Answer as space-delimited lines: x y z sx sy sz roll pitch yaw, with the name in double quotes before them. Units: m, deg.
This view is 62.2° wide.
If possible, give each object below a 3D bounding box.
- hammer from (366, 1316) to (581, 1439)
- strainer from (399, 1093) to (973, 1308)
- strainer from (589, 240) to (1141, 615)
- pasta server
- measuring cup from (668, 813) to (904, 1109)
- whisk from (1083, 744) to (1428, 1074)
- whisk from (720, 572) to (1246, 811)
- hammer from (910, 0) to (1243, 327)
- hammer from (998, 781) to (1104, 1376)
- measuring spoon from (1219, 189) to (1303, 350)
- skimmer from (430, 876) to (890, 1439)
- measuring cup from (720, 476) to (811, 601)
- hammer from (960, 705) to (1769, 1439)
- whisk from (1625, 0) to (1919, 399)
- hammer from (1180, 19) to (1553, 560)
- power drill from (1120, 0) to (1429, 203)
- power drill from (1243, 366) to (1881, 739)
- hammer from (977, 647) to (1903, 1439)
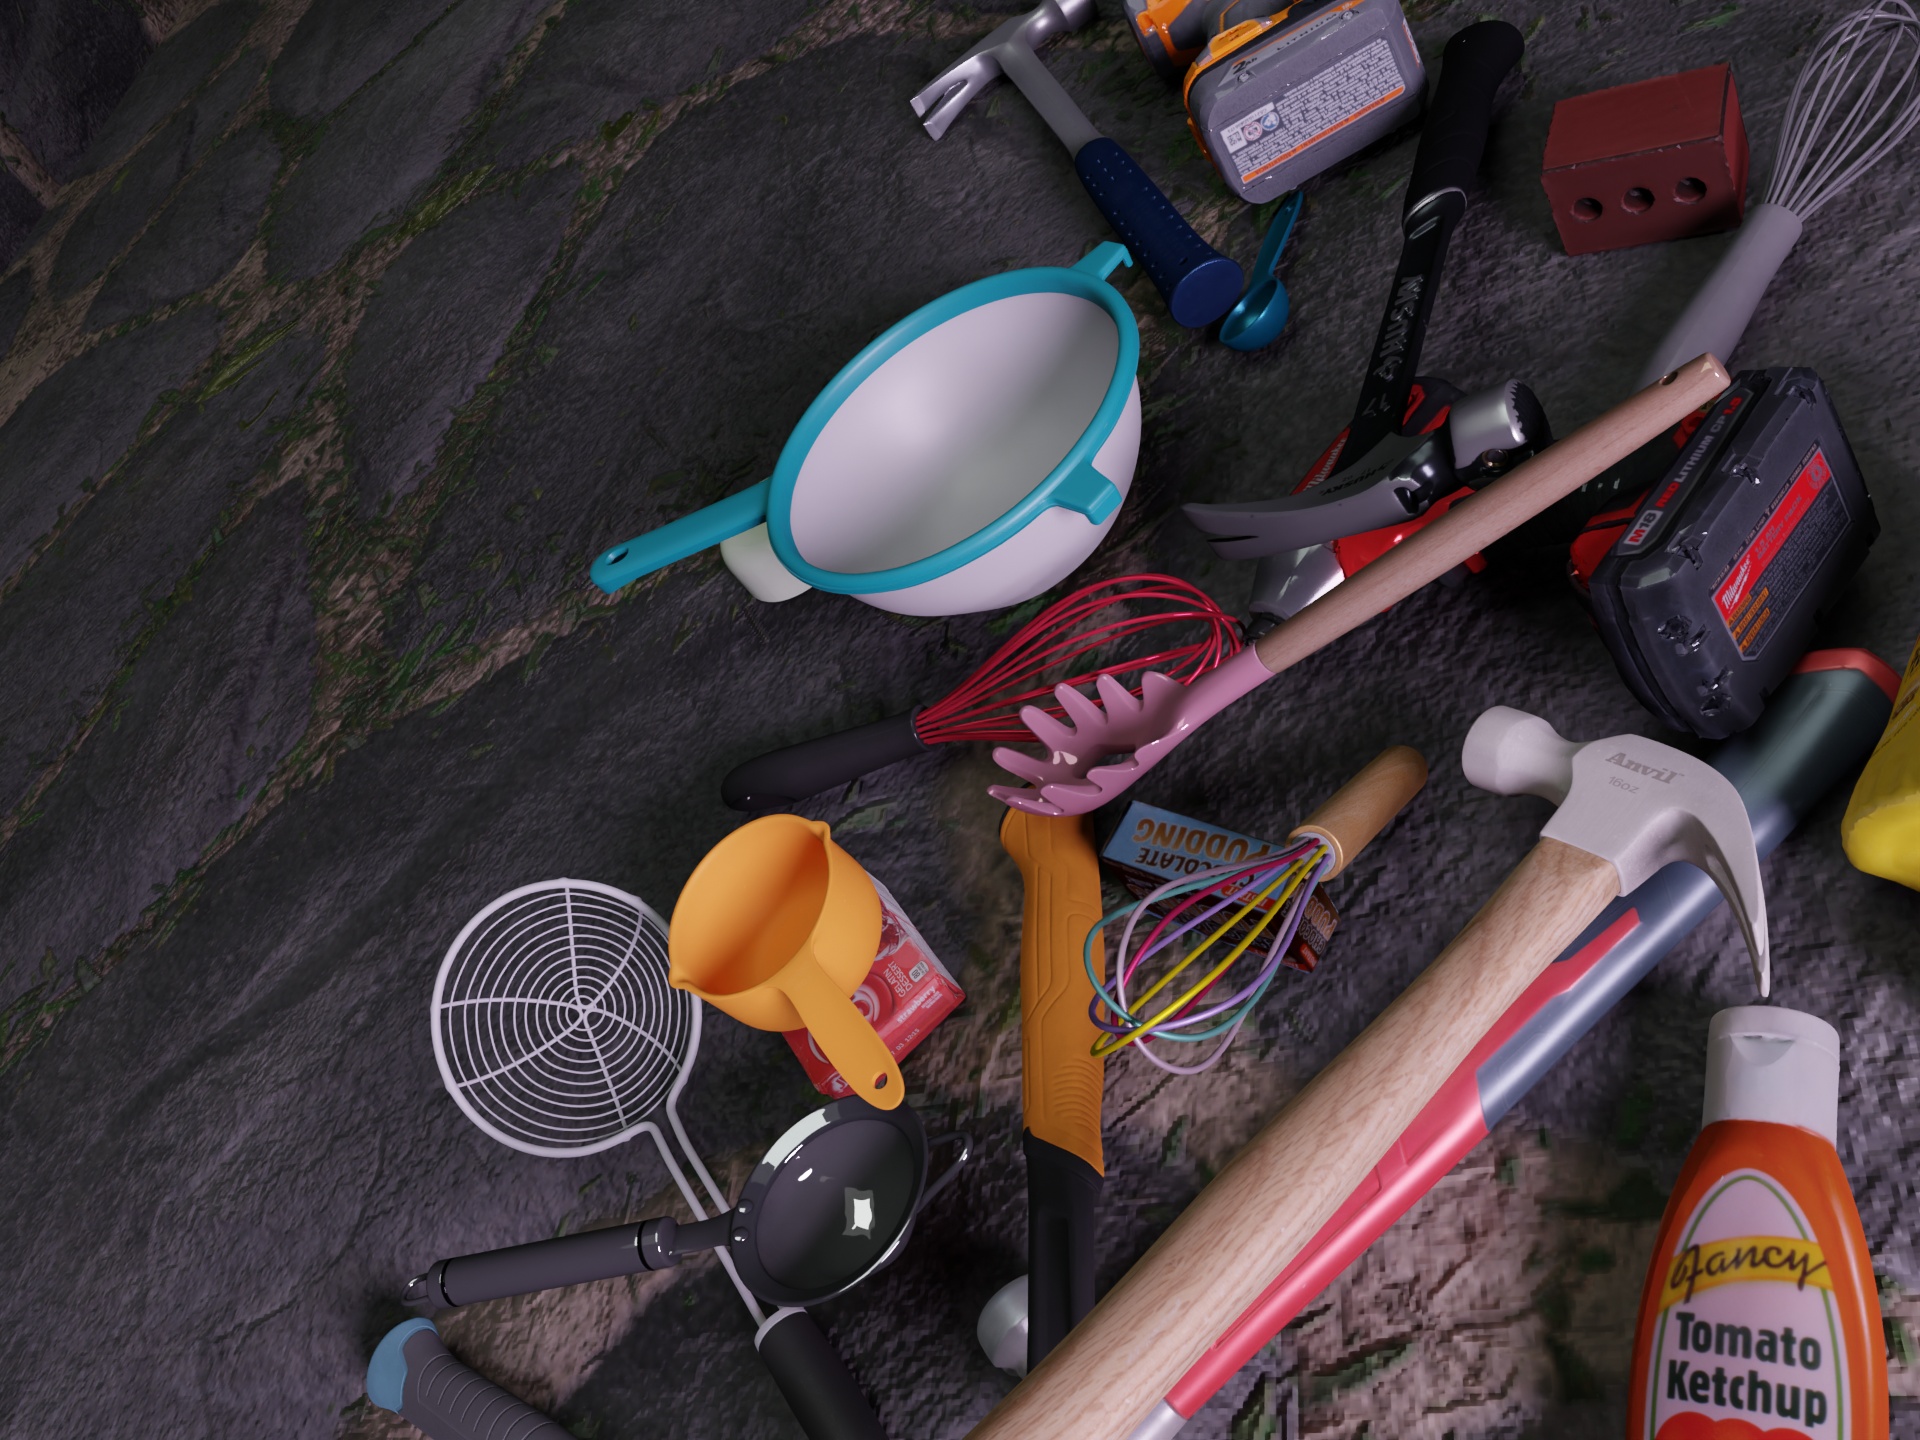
"hammer" -0.140 0.298 0.609 0.331 0.033 0.128 4 86 45
"strainer" -0.106 0.198 0.606 0.258 0.050 0.087 -16 37 17
"strainer" -0.042 -0.106 0.838 0.340 0.095 0.211 -18 46 28
"pasta server" 0.129 -0.041 0.589 0.316 0.040 0.060 -35 30 37
"measuring cup" -0.056 0.111 0.661 0.095 0.052 0.174 -46 44 -1
"whisk" 0.108 0.054 0.541 0.051 0.245 0.047 30 121 23
"whisk" -0.001 -0.002 0.752 0.296 0.073 0.073 -19 48 31
"hammer" 0.074 -0.347 0.974 0.144 0.035 0.406 -33 42 11
"hammer" 0.043 0.137 0.578 0.127 0.034 0.337 -28 33 23
"measuring spoon" 0.169 -0.238 0.843 0.042 0.021 0.129 -30 29 50
"skimmer" -0.116 0.198 0.653 0.127 0.090 0.364 -44 43 -5
"measuring cup" -0.095 -0.149 0.947 0.083 0.038 0.168 -6 56 33
"hammer" 0.119 0.118 0.475 0.331 0.031 0.130 -41 34 -18
"whisk" 0.342 -0.208 0.672 0.055 0.055 0.239 28 81 46
"hammer" 0.208 -0.215 0.721 0.149 0.036 0.409 -19 33 40
"power drill" 0.188 -0.406 0.915 0.164 0.084 0.227 -27 42 16
"power drill" 0.210 -0.068 0.612 0.143 0.078 0.220 -49 30 -14
"hammer" 0.181 0.127 0.529 0.386 0.038 0.143 -44 44 -1
